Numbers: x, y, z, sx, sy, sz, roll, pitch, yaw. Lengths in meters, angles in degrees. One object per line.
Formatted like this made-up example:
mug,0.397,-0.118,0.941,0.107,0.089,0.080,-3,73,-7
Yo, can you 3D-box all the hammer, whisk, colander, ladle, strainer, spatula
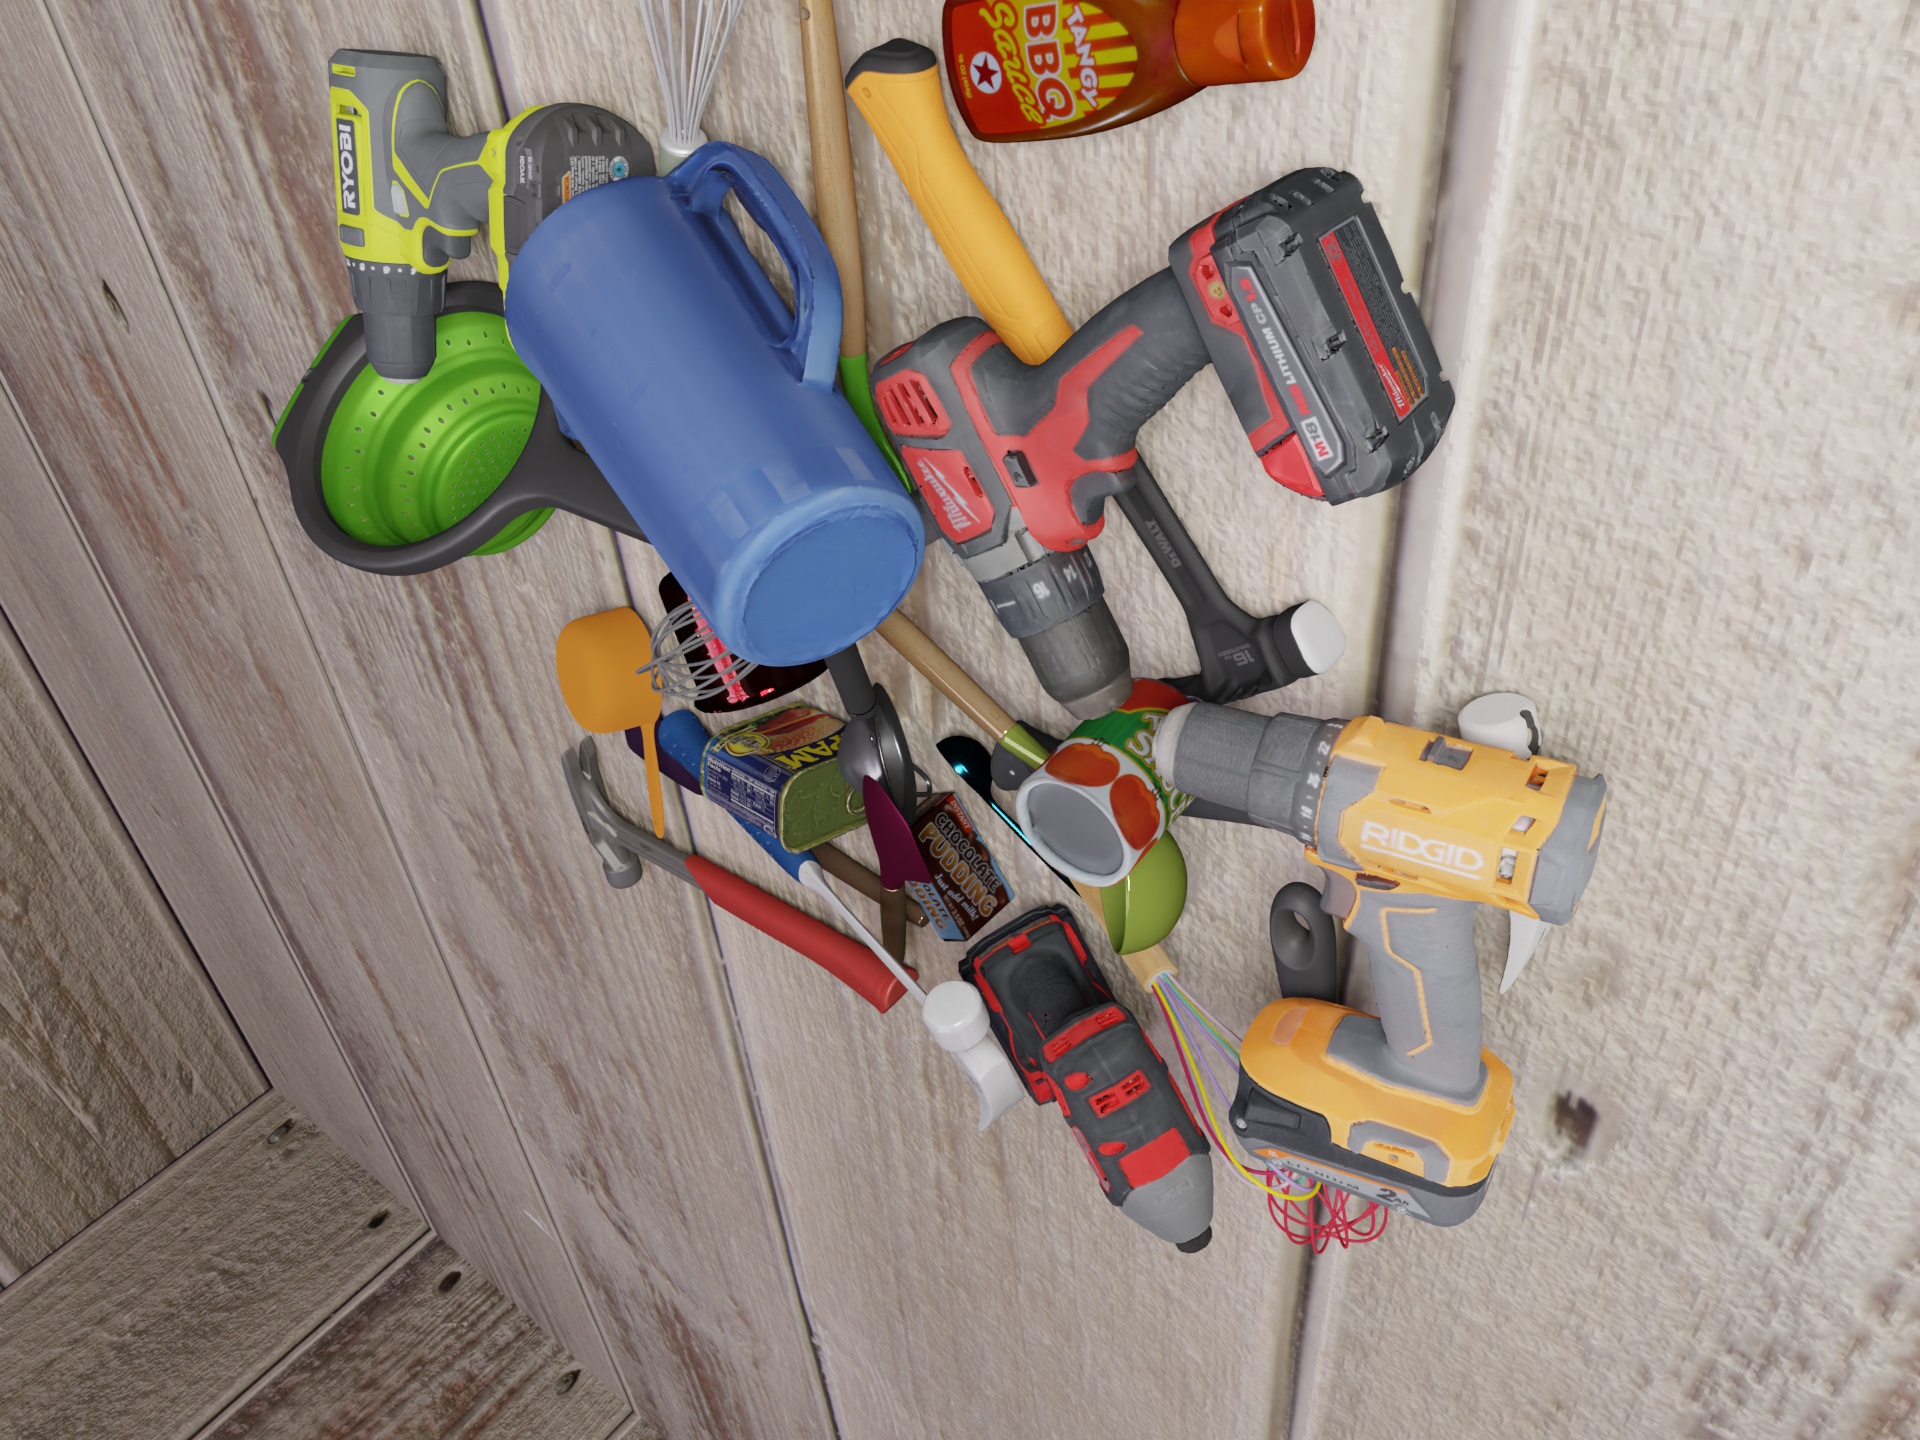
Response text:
hammer,-0.091,0.111,1.036,0.406,0.035,0.143,40,161,42
hammer,0.046,-0.151,0.732,0.127,0.034,0.336,-19,107,53
hammer,0.143,0.043,0.805,0.335,0.035,0.146,7,127,45
whisk,-0.078,-0.075,0.847,0.239,0.055,0.055,-28,102,22
colander,-0.257,-0.146,0.999,0.397,0.204,0.094,23,170,27
ladle,-0.001,-0.003,0.850,0.320,0.062,0.078,44,160,16
strainer,-0.057,-0.007,0.898,0.258,0.050,0.087,75,-176,-64
whisk,0.190,0.194,0.850,0.073,0.073,0.295,20,139,36
whisk,0.117,0.156,0.858,0.245,0.047,0.051,56,165,41
spatula,-0.144,0.069,1.169,0.316,0.018,0.059,30,138,29
hammer,-0.179,0.131,1.251,0.359,0.037,0.149,23,137,35
whisk,-0.138,-0.297,0.795,0.058,0.059,0.246,16,145,0

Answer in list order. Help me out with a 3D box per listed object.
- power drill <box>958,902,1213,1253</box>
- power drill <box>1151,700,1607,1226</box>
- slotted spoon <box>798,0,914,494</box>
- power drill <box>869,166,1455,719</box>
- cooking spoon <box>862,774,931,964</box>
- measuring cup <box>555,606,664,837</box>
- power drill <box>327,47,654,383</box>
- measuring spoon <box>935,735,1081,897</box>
power drill,0.077,0.200,0.899,0.143,0.078,0.220,61,175,-16
power drill,0.169,0.098,0.704,0.185,0.084,0.226,16,125,25
slotted spoon,-0.054,-0.205,0.787,0.070,0.031,0.313,28,142,29
power drill,0.081,-0.103,0.656,0.227,0.080,0.188,-17,106,42
cooking spoon,-0.043,0.109,1.007,0.069,0.017,0.318,54,165,18
measuring cup,-0.251,0.007,1.151,0.095,0.052,0.173,9,109,57
power drill,-0.279,-0.275,0.913,0.229,0.080,0.190,22,118,34
measuring spoon,0.036,0.055,0.951,0.128,0.021,0.042,47,173,-3
